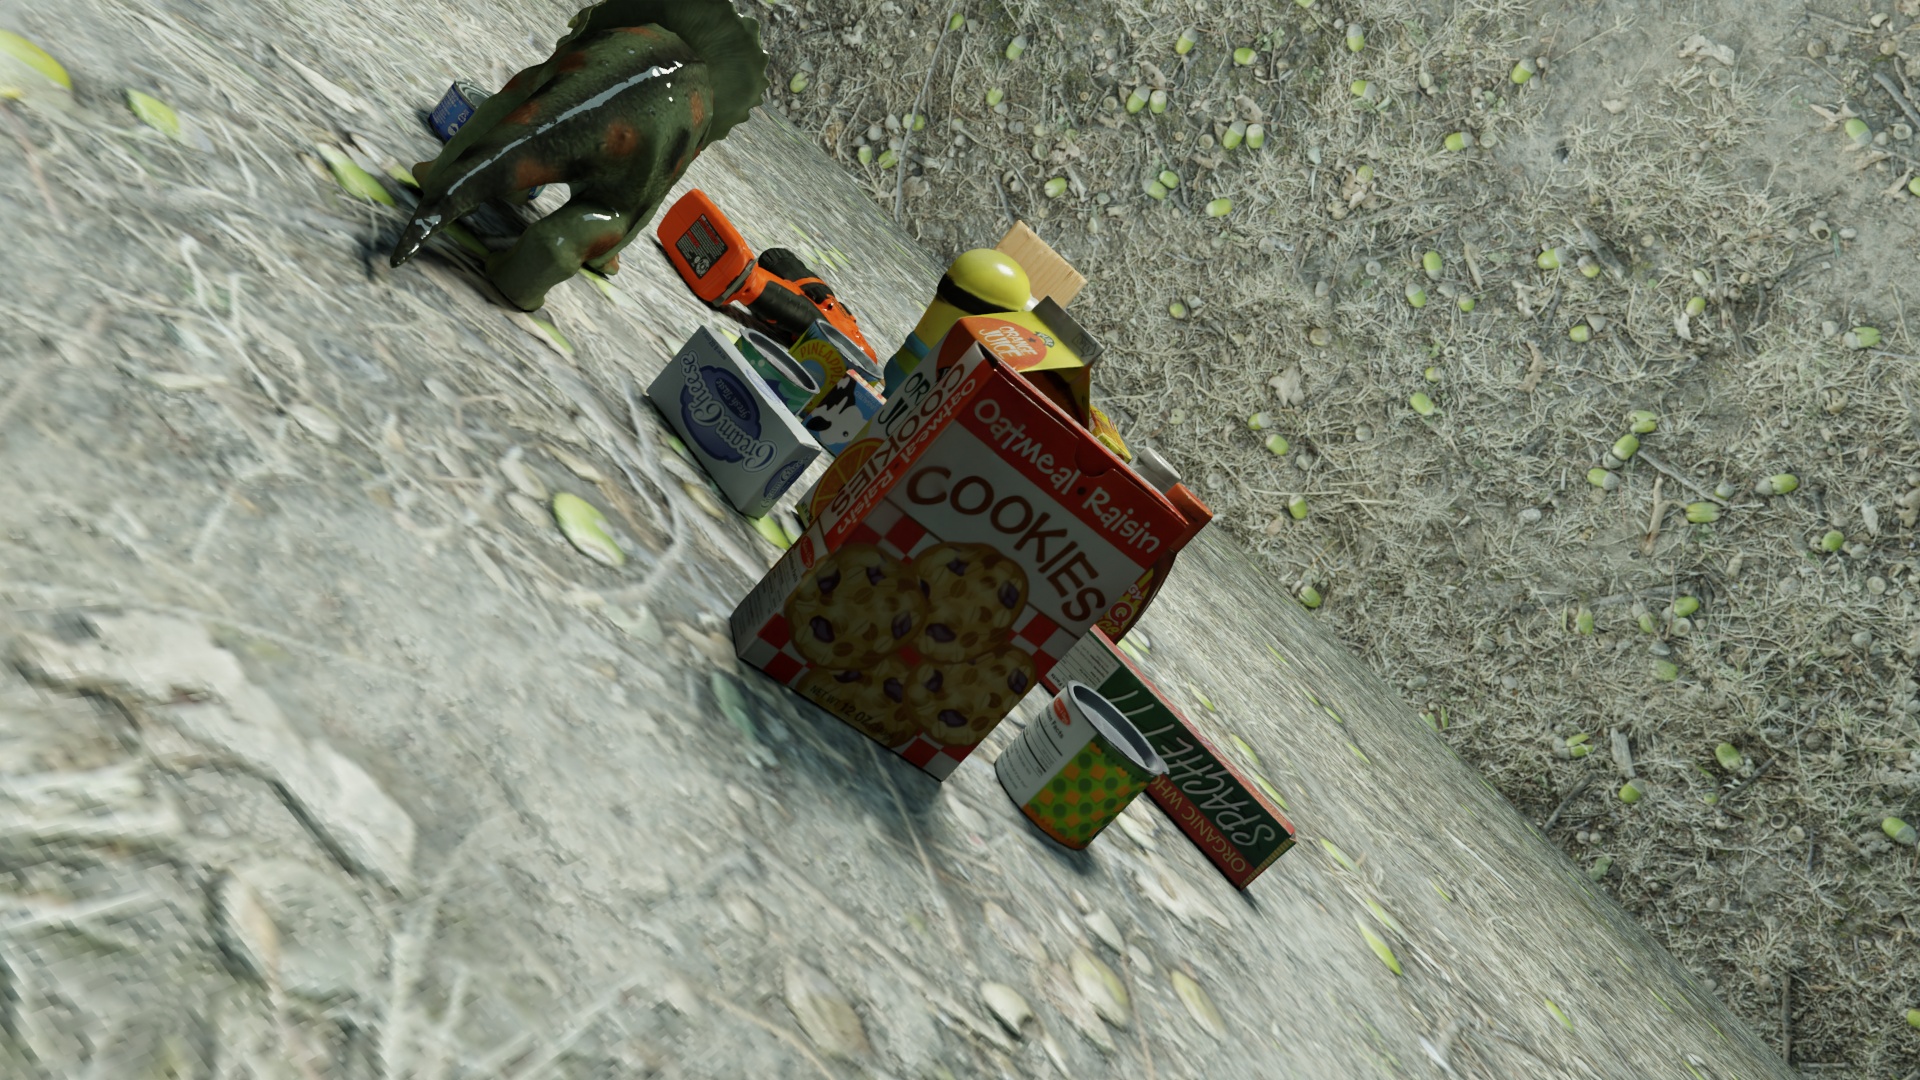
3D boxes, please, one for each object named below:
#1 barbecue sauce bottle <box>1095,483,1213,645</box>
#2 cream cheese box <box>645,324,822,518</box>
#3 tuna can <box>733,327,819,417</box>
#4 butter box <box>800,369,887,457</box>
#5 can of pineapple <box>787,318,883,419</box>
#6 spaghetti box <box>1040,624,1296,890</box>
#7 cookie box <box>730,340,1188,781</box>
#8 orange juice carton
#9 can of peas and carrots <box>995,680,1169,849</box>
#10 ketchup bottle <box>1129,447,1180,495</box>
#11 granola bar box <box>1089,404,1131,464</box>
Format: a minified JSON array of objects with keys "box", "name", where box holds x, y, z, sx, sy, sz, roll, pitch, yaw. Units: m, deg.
[{"box":[0.120,0.023,1.014,0.065,0.148,0.044,41,11,-10],"name":"barbecue sauce bottle"},{"box":[-0.126,-0.066,0.764,0.104,0.053,0.024,48,13,26],"name":"cream cheese box"},{"box":[-0.134,-0.113,0.954,0.071,0.032,0.071,40,12,-10],"name":"tuna can"},{"box":[-0.058,-0.069,0.994,0.103,0.053,0.024,41,11,-6],"name":"butter box"},{"box":[-0.101,-0.122,1.031,0.071,0.057,0.071,41,12,-10],"name":"can of pineapple"},{"box":[0.111,0.115,0.899,0.250,0.050,0.029,46,12,15],"name":"spaghetti box"},{"box":[0.000,0.014,0.614,0.123,0.167,0.040,37,13,-28],"name":"cookie box"},{"box":[0.000,-0.053,0.789,0.073,0.192,0.072,33,15,-40],"name":"orange juice carton"},{"box":[0.062,0.117,0.716,0.071,0.058,0.071,41,12,-10],"name":"can of peas and carrots"},{"box":[0.107,-0.006,1.075,0.043,0.148,0.065,38,12,-25],"name":"ketchup bottle"},{"box":[0.096,-0.057,1.276,0.039,0.124,0.166,41,12,-9],"name":"granola bar box"}]
